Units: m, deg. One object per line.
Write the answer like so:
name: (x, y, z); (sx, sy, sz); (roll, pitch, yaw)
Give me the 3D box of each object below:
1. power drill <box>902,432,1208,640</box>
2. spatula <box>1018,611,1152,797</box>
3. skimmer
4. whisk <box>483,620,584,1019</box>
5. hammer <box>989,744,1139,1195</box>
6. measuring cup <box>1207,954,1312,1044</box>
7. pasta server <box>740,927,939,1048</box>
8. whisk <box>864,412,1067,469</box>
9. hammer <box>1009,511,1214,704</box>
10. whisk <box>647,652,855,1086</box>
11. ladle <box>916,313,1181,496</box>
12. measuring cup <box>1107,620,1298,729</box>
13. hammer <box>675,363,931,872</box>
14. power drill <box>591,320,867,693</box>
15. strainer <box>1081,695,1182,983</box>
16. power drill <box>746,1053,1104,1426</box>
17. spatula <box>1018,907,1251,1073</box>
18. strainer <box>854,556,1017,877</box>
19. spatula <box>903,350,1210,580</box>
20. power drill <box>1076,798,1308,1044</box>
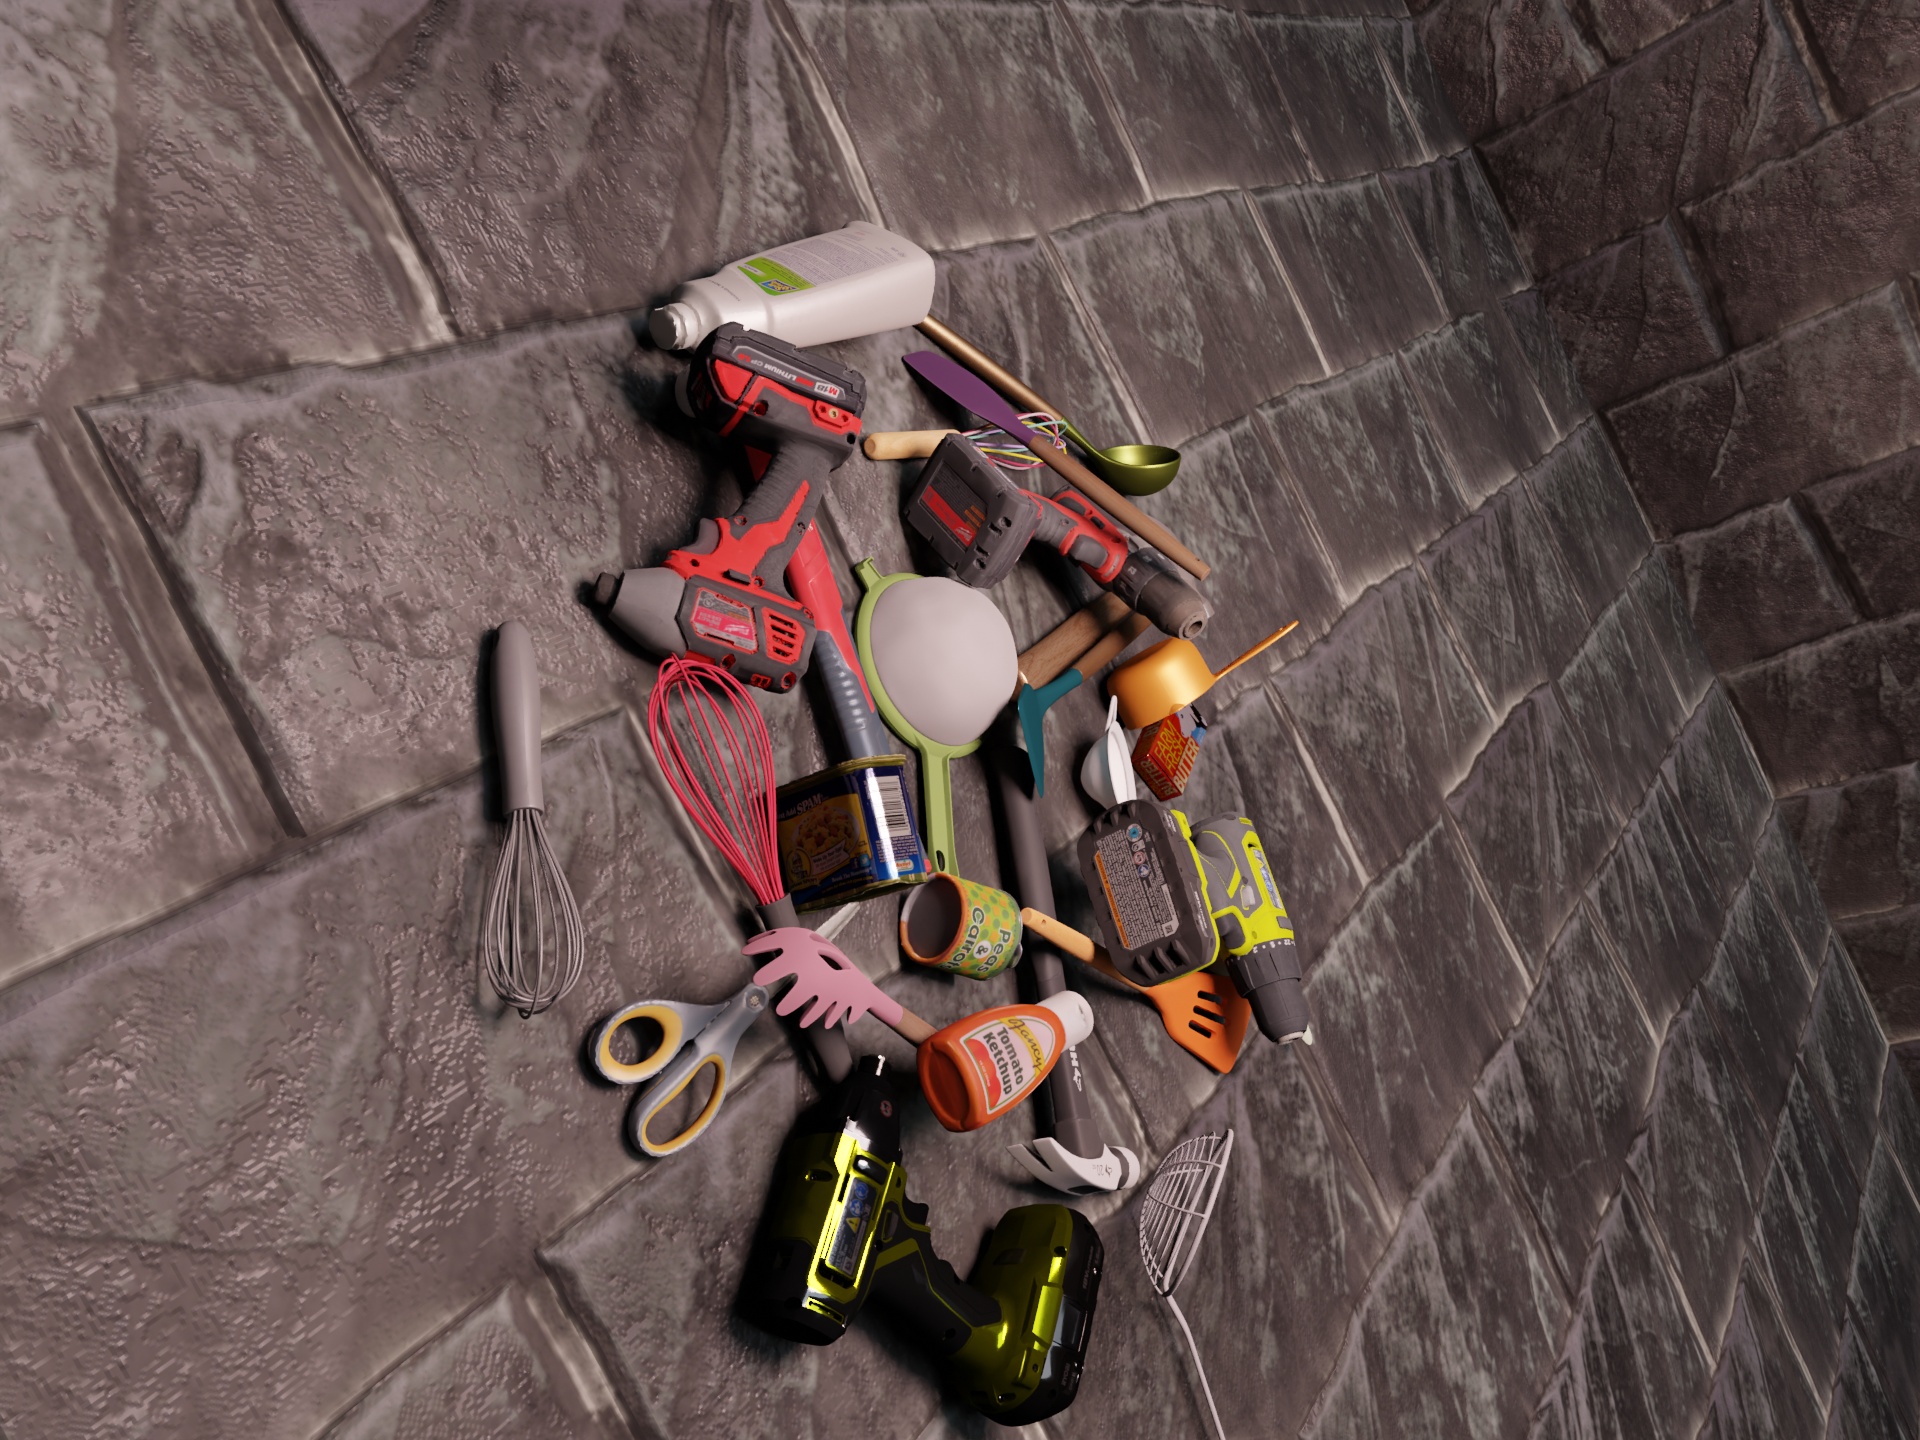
power drill: (0.085, -0.140, 1.283); (0.226, 0.080, 0.188); (8, 33, -45)
spatula: (0.117, -0.045, 1.312); (0.317, 0.044, 0.082); (-40, 123, -47)
skimmer: (0.210, 0.487, 1.161); (0.127, 0.090, 0.363); (14, 58, -81)
whisk: (-0.246, 0.050, 0.893); (0.055, 0.055, 0.239); (14, 57, -45)
hammer: (0.061, 0.177, 1.175); (0.146, 0.035, 0.335); (26, 50, -56)
measuring cup: (0.254, 0.221, 1.388); (0.167, 0.038, 0.083); (57, 40, -15)
pasta server: (-0.037, 0.200, 1.011); (0.315, 0.040, 0.060); (48, 8, -51)
whisk: (0.012, -0.232, 1.334); (0.245, 0.051, 0.047); (-14, 88, -48)
hammer: (0.124, -0.094, 1.400); (0.331, 0.031, 0.130); (-37, 101, -50)
whisk: (-0.125, 0.095, 1.000); (0.073, 0.073, 0.296); (-27, 99, -51)
ladle: (0.075, -0.293, 1.427); (0.319, 0.062, 0.078); (30, 7, -32)
measuring cup: (0.206, -0.057, 1.376); (0.052, 0.173, 0.095); (57, 5, -6)
hammer: (-0.086, -0.074, 1.133); (0.143, 0.038, 0.386); (-10, 78, -49)
power drill: (-0.149, -0.138, 1.040); (0.143, 0.078, 0.220); (18, 74, -19)
strainer: (0.146, 0.109, 1.318); (0.087, 0.050, 0.258); (-28, 100, -72)
power drill: (-0.016, 0.326, 0.990); (0.223, 0.080, 0.171); (39, 50, -27)
spatula: (0.139, 0.198, 1.229); (0.322, 0.041, 0.081); (35, 70, -49)
strainer: (-0.002, -0.004, 1.180); (0.151, 0.069, 0.257); (21, 55, -42)
spatula: (0.080, -0.215, 1.308); (0.316, 0.018, 0.060); (40, 36, 15)
power drill: (0.194, 0.156, 1.243); (0.228, 0.080, 0.191); (19, 48, -54)
